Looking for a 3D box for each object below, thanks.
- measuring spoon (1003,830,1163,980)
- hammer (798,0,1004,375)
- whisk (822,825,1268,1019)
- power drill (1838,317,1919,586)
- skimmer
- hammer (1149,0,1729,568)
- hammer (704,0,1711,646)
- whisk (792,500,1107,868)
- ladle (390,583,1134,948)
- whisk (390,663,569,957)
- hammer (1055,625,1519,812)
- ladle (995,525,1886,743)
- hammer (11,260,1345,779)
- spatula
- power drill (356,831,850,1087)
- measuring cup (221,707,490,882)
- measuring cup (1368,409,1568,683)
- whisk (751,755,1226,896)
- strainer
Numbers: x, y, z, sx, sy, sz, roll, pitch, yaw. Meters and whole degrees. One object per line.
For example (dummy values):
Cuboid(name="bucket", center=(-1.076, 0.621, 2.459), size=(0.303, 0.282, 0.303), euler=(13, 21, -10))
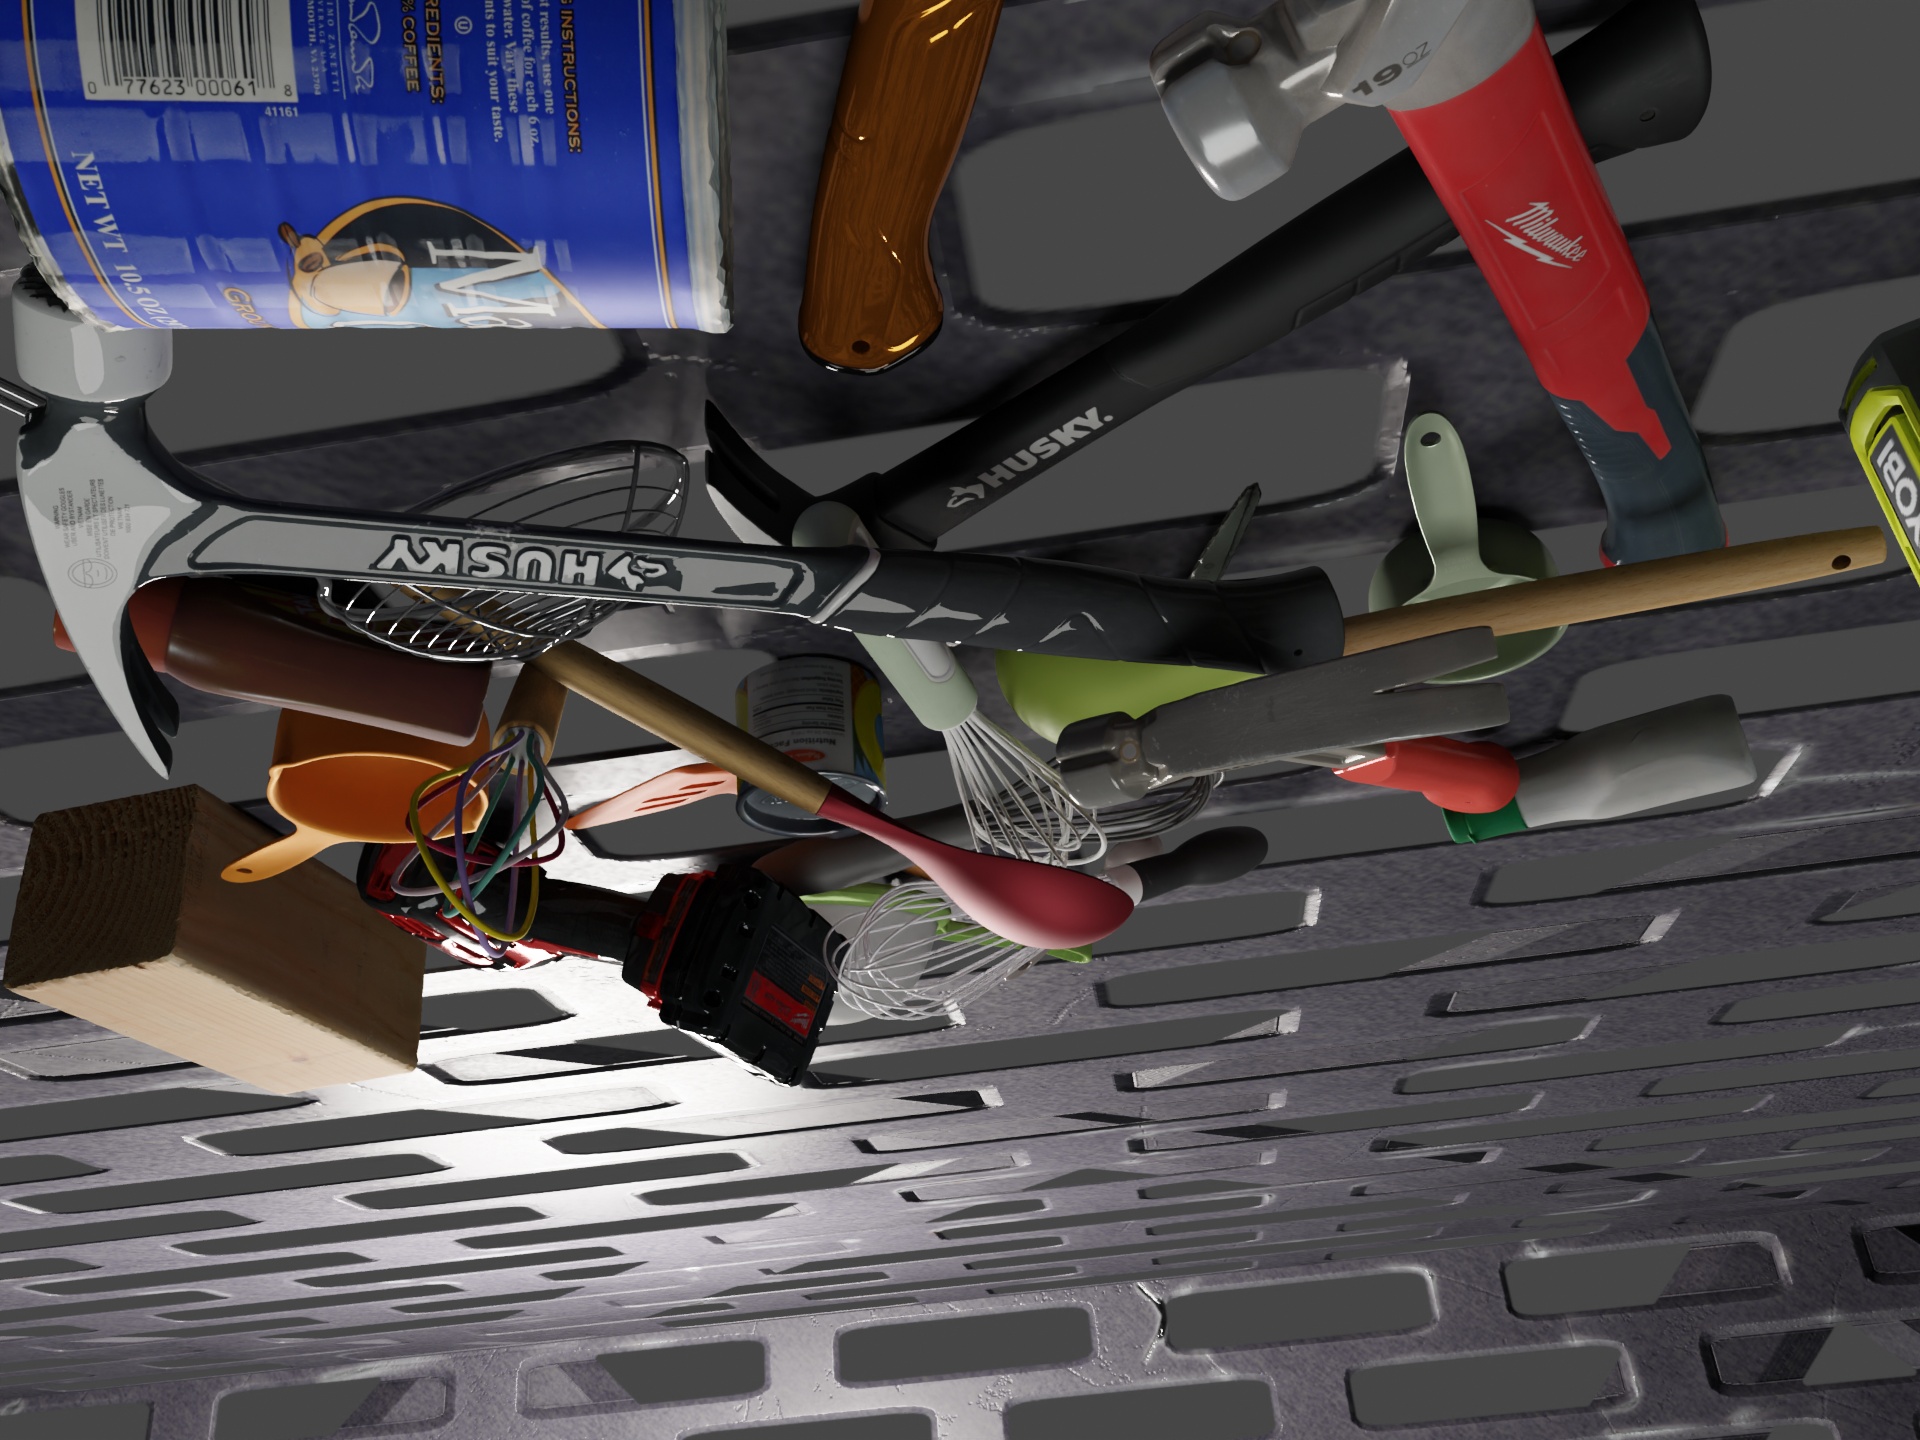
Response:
Cuboid(name="measuring spoon", center=(0.070, 0.110, 0.896), size=(0.124, 0.018, 0.034), euler=(-47, 140, 16))
Cuboid(name="hammer", center=(-0.003, -0.195, 0.345), size=(0.127, 0.034, 0.336), euler=(2, 152, -14))
Cuboid(name="whisk", center=(0.057, 0.094, 0.809), size=(0.284, 0.070, 0.070), euler=(-12, 160, -35))
Cuboid(name="power drill", center=(0.338, -0.097, 0.446), size=(0.080, 0.171, 0.223), euler=(-7, 149, 3))
Cuboid(name="skimmer", center=(-0.253, -0.110, 0.470), size=(0.363, 0.090, 0.127), euler=(27, 145, -29))
Cuboid(name="hammer", center=(0.199, -0.118, 0.463), size=(0.143, 0.038, 0.386), euler=(-25, 155, 25))
Cuboid(name="hammer", center=(0.064, -0.119, 0.498), size=(0.335, 0.035, 0.146), euler=(-26, 146, 34))
Cuboid(name="whisk", center=(-0.001, -0.002, 0.608), size=(0.059, 0.058, 0.246), euler=(0, 149, 26))
Cuboid(name="ladle", center=(-0.075, 0.017, 0.616), size=(0.315, 0.031, 0.069), euler=(28, 152, -8))
Cuboid(name="whisk", center=(-0.157, 0.013, 0.555), size=(0.047, 0.245, 0.051), euler=(25, 102, -16))
Cuboid(name="hammer", center=(0.185, 0.013, 0.653), size=(0.149, 0.037, 0.358), euler=(-13, 169, 30))
Cuboid(name="ladle", center=(0.162, -0.041, 0.596), size=(0.320, 0.062, 0.078), euler=(-10, 126, 21))
Cuboid(name="hammer", center=(-0.057, -0.039, 0.495), size=(0.408, 0.036, 0.149), euler=(4, 128, -21))
Cuboid(name="spatula", center=(-0.058, 0.067, 0.824), size=(0.081, 0.041, 0.322), euler=(-24, 148, 31))
Cuboid(name="power drill", center=(-0.175, 0.108, 0.785), size=(0.220, 0.079, 0.143), euler=(10, 158, 25))
Cuboid(name="measuring cup", center=(-0.276, 0.026, 0.699), size=(0.173, 0.052, 0.095), euler=(-24, 147, 35))
Cuboid(name="measuring cup", center=(0.187, -0.073, 0.610), size=(0.083, 0.038, 0.167), euler=(-13, 144, 17))
Cuboid(name="whisk", center=(0.006, 0.048, 0.742), size=(0.239, 0.055, 0.055), euler=(-16, 150, 16))
Cuboid(name="strainer", center=(-0.034, 0.143, 0.913), size=(0.256, 0.069, 0.151), euler=(11, 160, -27))
